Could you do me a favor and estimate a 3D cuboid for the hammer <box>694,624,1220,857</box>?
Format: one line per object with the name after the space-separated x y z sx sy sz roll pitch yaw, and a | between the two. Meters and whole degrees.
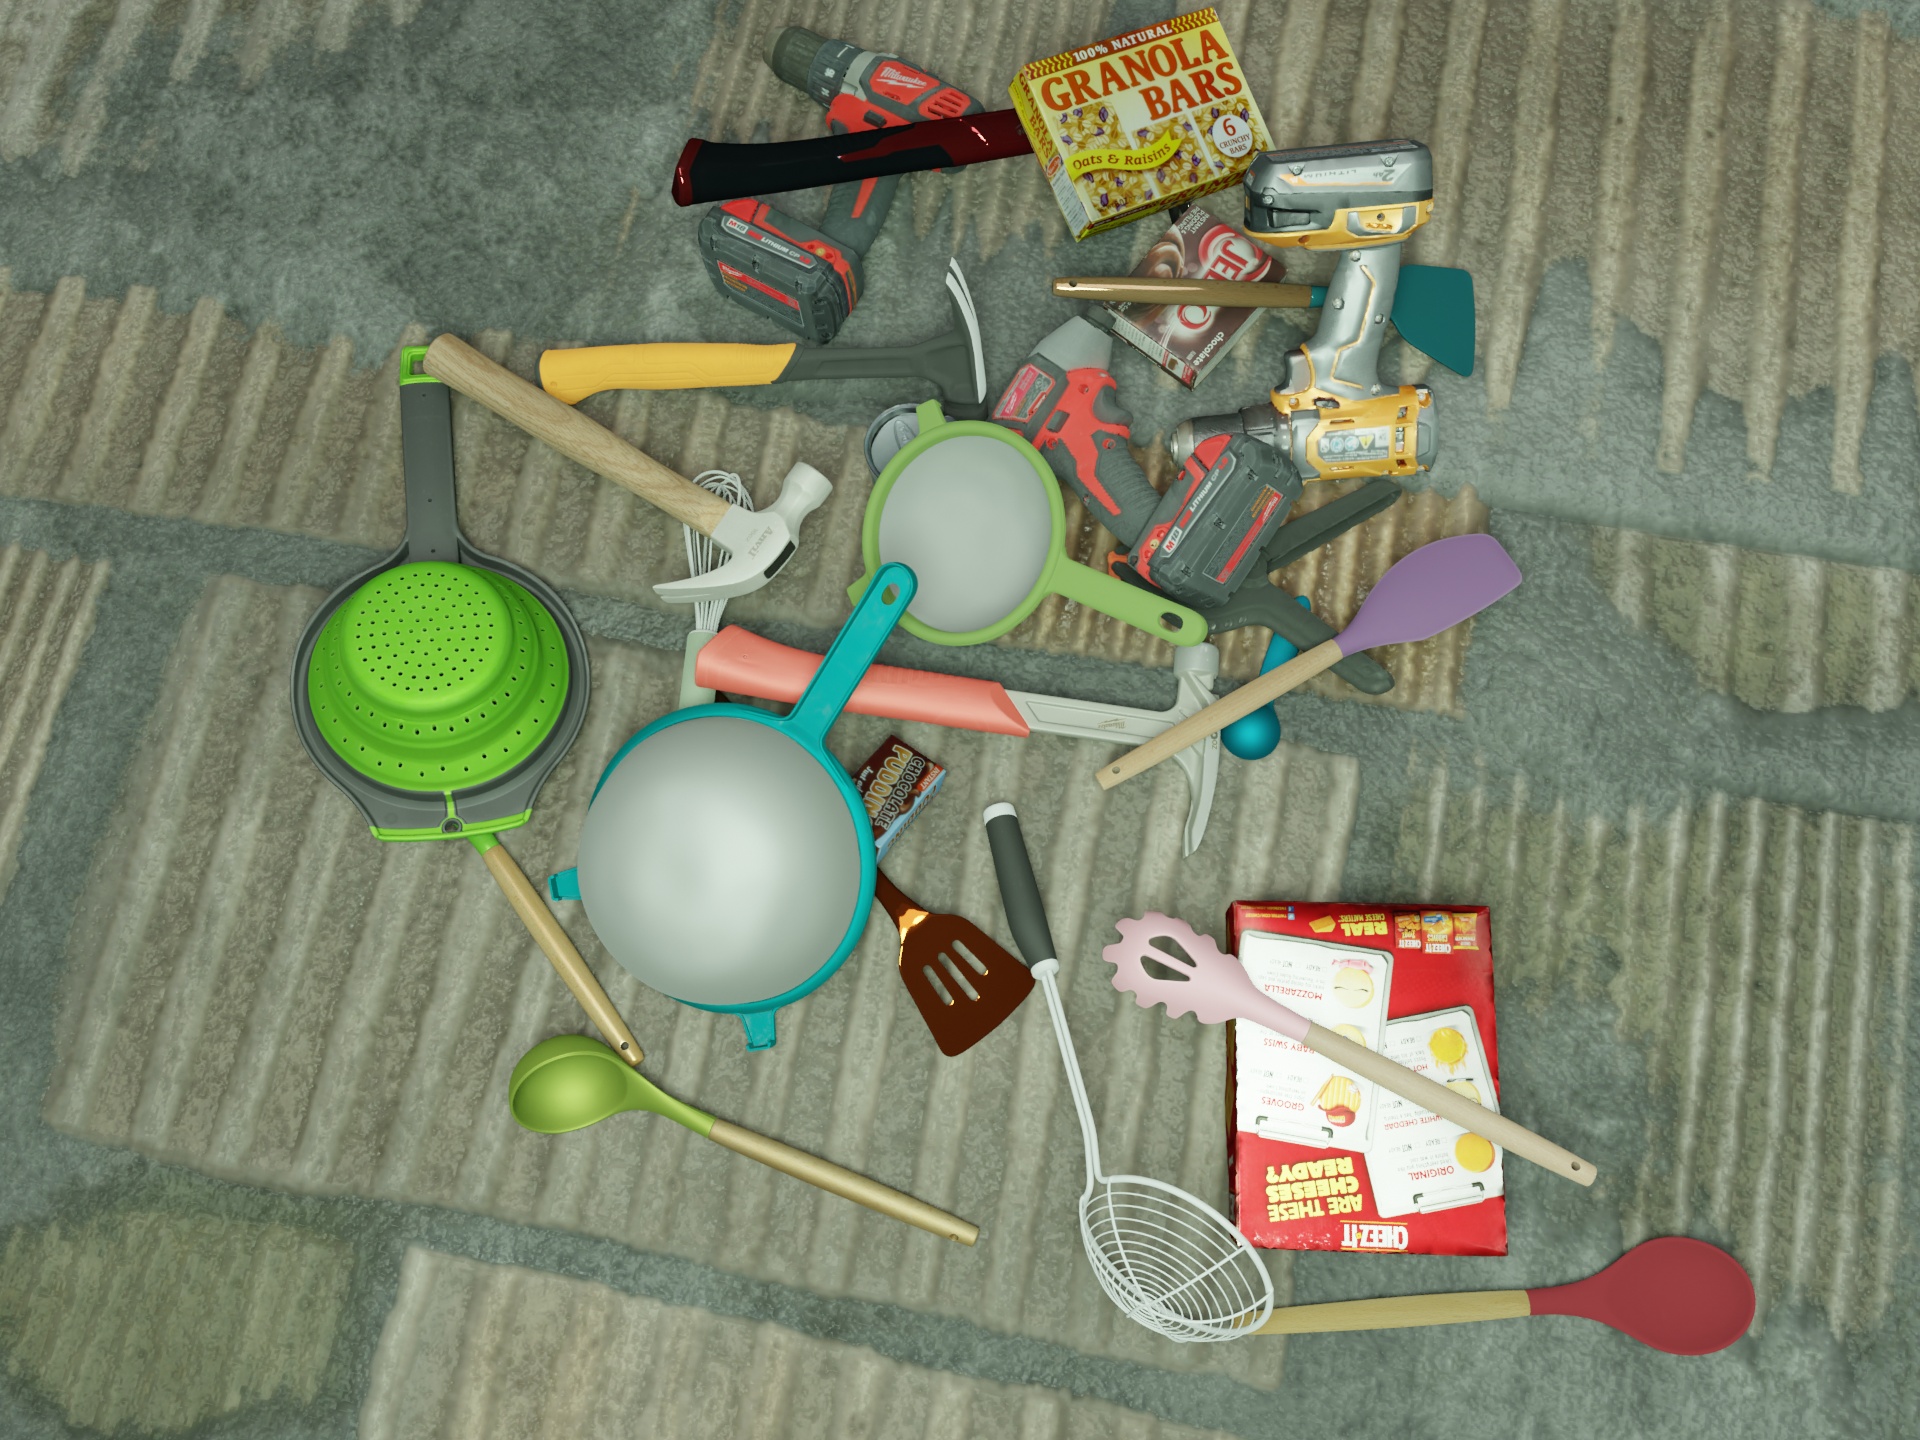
-0.002 -0.003 1.085 0.359 0.036 0.149 8 74 -3 | hammer

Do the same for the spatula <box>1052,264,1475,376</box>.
0.223 -0.301 1.148 0.317 0.044 0.082 2 82 -2 | spatula

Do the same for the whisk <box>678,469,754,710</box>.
-0.179 -0.066 1.127 0.058 0.059 0.246 -17 62 46 | whisk

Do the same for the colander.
-0.375 -0.117 1.121 0.204 0.094 0.397 -6 69 -12 | colander

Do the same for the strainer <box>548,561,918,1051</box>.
-0.133 0.045 1.014 0.211 0.095 0.340 35 104 10 | strainer

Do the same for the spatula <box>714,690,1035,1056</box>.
-0.082 0.087 1.100 0.081 0.041 0.323 -41 72 -9 | spatula

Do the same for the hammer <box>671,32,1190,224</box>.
-0.016 -0.404 1.155 0.386 0.038 0.143 -16 86 -18 | hammer

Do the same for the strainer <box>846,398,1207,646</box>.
0.056 -0.104 1.066 0.256 0.069 0.151 25 100 23 | strainer

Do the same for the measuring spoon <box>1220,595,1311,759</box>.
0.219 -0.034 1.110 0.042 0.021 0.129 22 77 10 | measuring spoon

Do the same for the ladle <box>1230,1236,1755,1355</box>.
0.327 0.367 0.992 0.315 0.031 0.069 -6 72 4 | ladle

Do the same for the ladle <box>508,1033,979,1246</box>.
-0.141 0.284 1.034 0.320 0.078 0.062 21 33 5 | ladle

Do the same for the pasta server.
0.234 0.203 0.970 0.316 0.040 0.060 26 80 7 | pasta server

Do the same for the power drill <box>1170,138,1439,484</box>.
0.235 -0.272 1.096 0.185 0.084 0.226 -4 116 5 | power drill

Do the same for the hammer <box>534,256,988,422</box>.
-0.151 -0.266 1.162 0.337 0.127 0.034 0 47 10 | hammer

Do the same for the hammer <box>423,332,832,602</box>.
-0.258 -0.191 1.137 0.331 0.031 0.130 31 81 18 | hammer

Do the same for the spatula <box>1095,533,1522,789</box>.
0.229 -0.037 1.064 0.316 0.018 0.060 -30 68 -3 | spatula

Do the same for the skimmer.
0.095 0.215 1.024 0.090 0.127 0.364 1 57 -27 | skimmer

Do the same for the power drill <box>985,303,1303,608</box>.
0.117 -0.186 1.091 0.220 0.078 0.143 40 104 31 | power drill

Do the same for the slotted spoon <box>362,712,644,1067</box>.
-0.314 0.113 1.106 0.070 0.031 0.314 -36 77 -12 | slotted spoon

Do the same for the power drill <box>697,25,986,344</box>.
-0.110 -0.421 1.212 0.188 0.080 0.227 29 76 10 | power drill
